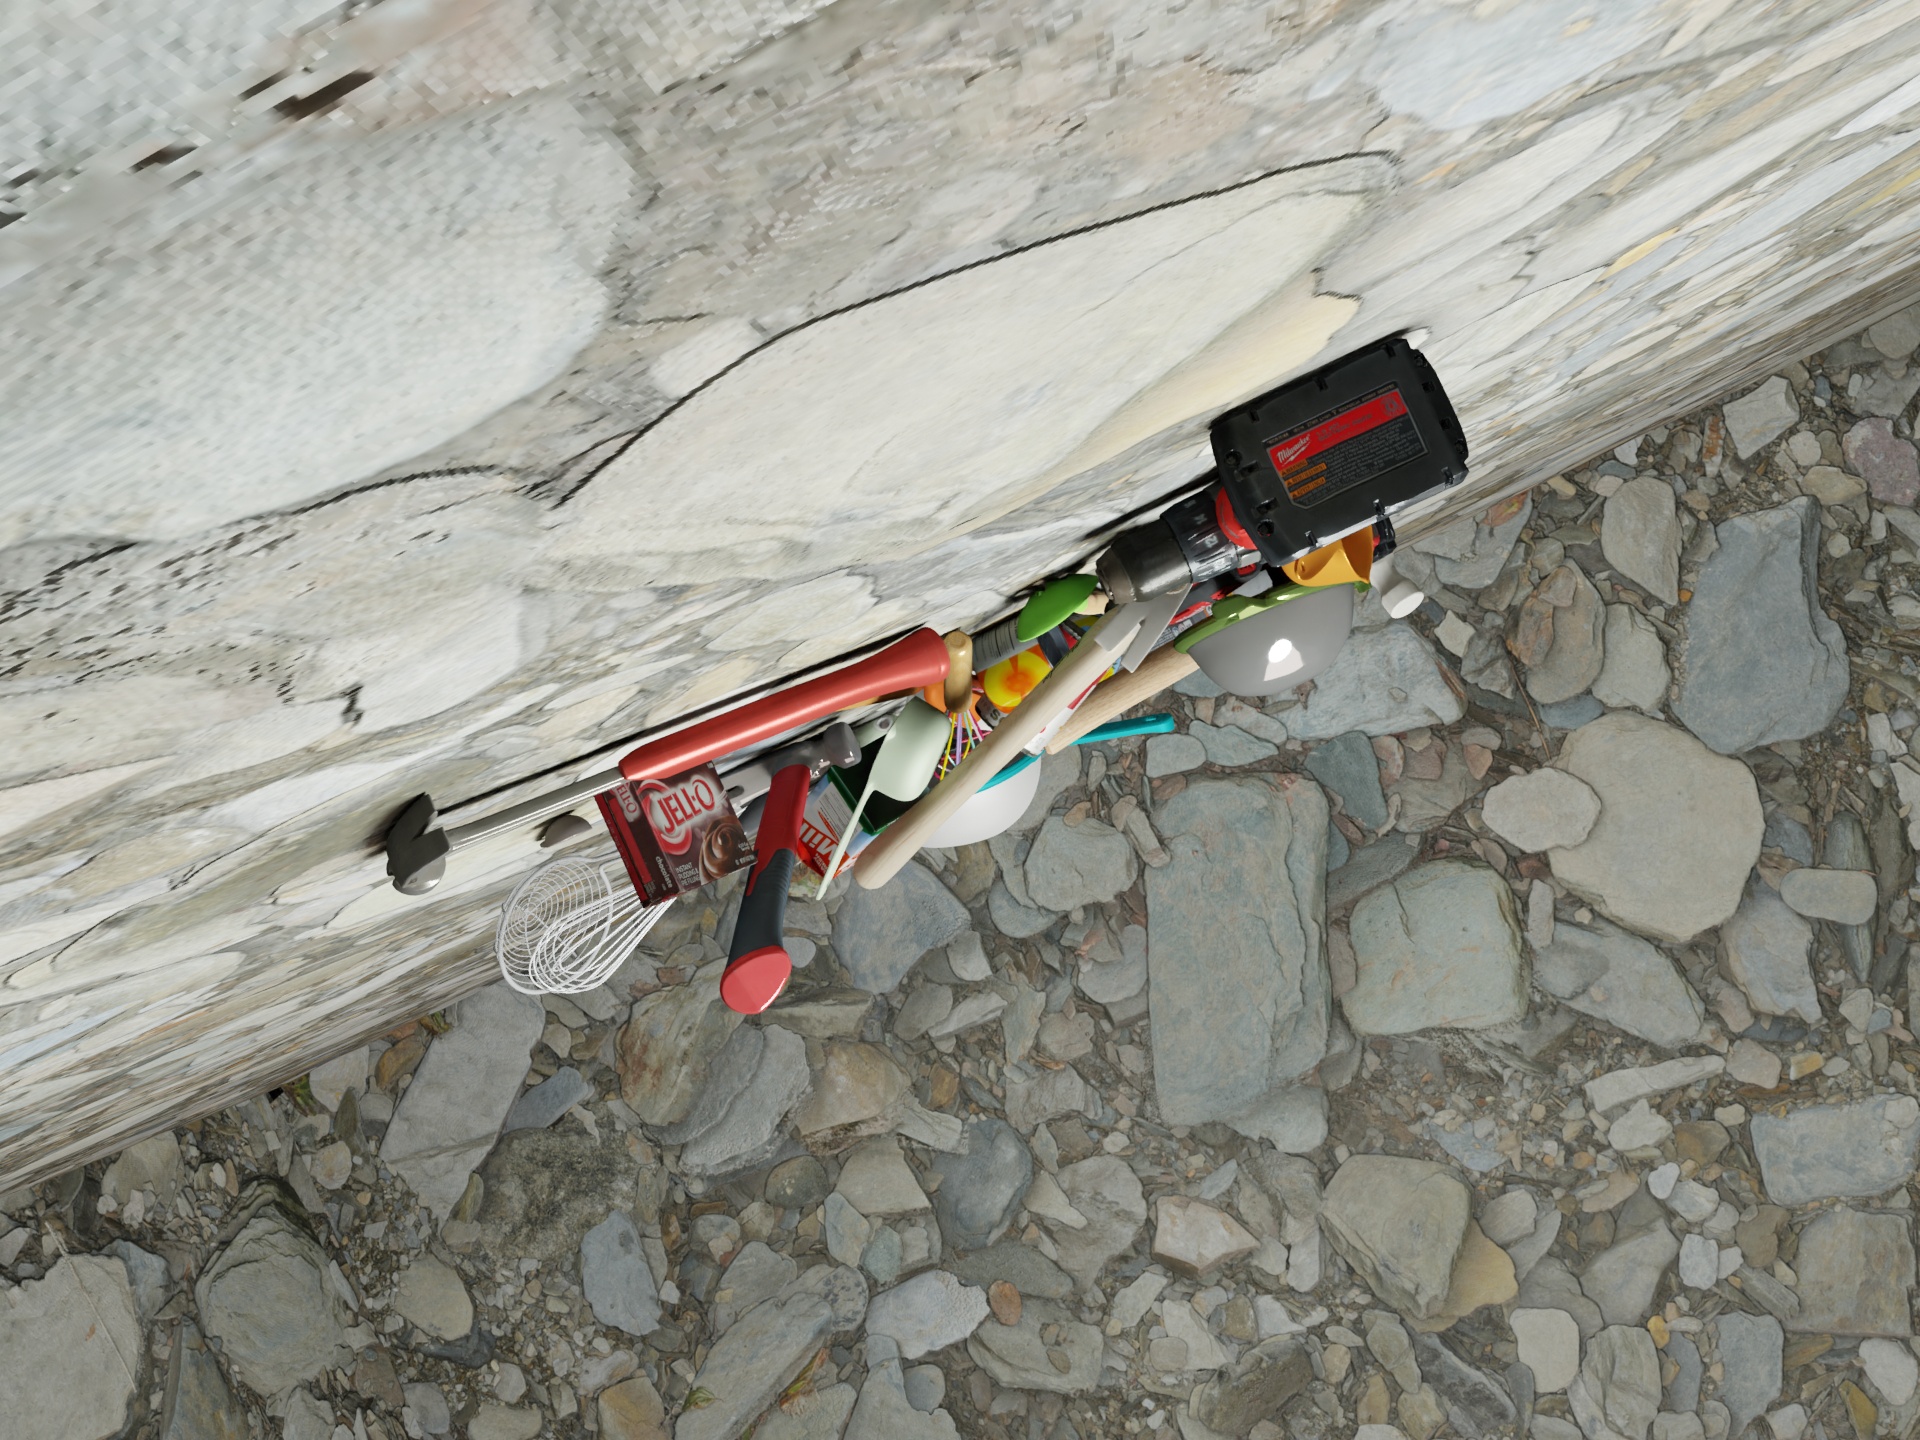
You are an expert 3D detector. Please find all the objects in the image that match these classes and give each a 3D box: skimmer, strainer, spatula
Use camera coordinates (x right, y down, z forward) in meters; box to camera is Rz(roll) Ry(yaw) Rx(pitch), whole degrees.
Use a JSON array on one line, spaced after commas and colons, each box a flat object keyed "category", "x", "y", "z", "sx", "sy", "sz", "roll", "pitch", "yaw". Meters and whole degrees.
[{"category": "skimmer", "x": -0.247, "y": 0.119, "z": 1.401, "sx": 0.363, "sy": 0.090, "sz": 0.127, "roll": -28, "pitch": 142, "yaw": 7}, {"category": "strainer", "x": 0.226, "y": -0.057, "z": 1.162, "sx": 0.151, "sy": 0.069, "sz": 0.256, "roll": -23, "pitch": 174, "yaw": 19}, {"category": "strainer", "x": 0.058, "y": 0.062, "z": 1.645, "sx": 0.340, "sy": 0.095, "sz": 0.211, "roll": -10, "pitch": -159, "yaw": 10}, {"category": "spatula", "x": -0.042, "y": -0.018, "z": 1.204, "sx": 0.081, "sy": 0.041, "sz": 0.322, "roll": -48, "pitch": 167, "yaw": 21}]

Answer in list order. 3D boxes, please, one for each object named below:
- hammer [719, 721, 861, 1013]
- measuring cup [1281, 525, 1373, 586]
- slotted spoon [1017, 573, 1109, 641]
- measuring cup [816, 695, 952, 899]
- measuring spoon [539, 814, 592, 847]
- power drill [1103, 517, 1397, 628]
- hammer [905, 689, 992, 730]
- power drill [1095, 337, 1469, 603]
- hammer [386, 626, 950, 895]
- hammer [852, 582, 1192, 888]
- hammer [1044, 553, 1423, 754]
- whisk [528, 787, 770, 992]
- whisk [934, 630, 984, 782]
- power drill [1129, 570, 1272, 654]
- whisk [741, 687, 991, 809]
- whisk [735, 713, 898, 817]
[{"category": "hammer", "x": -0.152, "y": 0.108, "z": 1.177, "sx": 0.143, "sy": 0.038, "sz": 0.387, "roll": -24, "pitch": -161, "yaw": 8}, {"category": "measuring cup", "x": 0.226, "y": -0.120, "z": 1.053, "sx": 0.052, "sy": 0.095, "sz": 0.173, "roll": -8, "pitch": -162, "yaw": 31}, {"category": "slotted spoon", "x": 0.091, "y": -0.089, "z": 1.212, "sx": 0.070, "sy": 0.031, "sz": 0.314, "roll": -36, "pitch": 176, "yaw": 13}, {"category": "measuring cup", "x": -0.055, "y": 0.063, "z": 1.172, "sx": 0.167, "sy": 0.038, "sz": 0.083, "roll": -64, "pitch": 173, "yaw": -10}, {"category": "measuring spoon", "x": -0.296, "y": 0.081, "z": 1.166, "sx": 0.034, "sy": 0.018, "sz": 0.124, "roll": -24, "pitch": -177, "yaw": -23}, {"category": "power drill", "x": 0.214, "y": -0.123, "z": 1.208, "sx": 0.219, "sy": 0.078, "sz": 0.143, "roll": -19, "pitch": 173, "yaw": -38}, {"category": "hammer", "x": 0.087, "y": -0.037, "z": 1.543, "sx": 0.144, "sy": 0.035, "sz": 0.405, "roll": 7, "pitch": -168, "yaw": 19}, {"category": "power drill", "x": 0.170, "y": -0.124, "z": 0.892, "sx": 0.188, "sy": 0.080, "sz": 0.226, "roll": -25, "pitch": 179, "yaw": 1}, {"category": "hammer", "x": -0.155, "y": 0.013, "z": 0.931, "sx": 0.359, "sy": 0.037, "sz": 0.149, "roll": -23, "pitch": 176, "yaw": -30}, {"category": "hammer", "x": 0.026, "y": 0.022, "z": 1.149, "sx": 0.410, "sy": 0.038, "sz": 0.146, "roll": -46, "pitch": -176, "yaw": 42}, {"category": "hammer", "x": 0.207, "y": -0.069, "z": 1.325, "sx": 0.331, "sy": 0.130, "sz": 0.031, "roll": -30, "pitch": 153, "yaw": -1}, {"category": "whisk", "x": -0.247, "y": 0.137, "z": 1.359, "sx": 0.284, "sy": 0.070, "sz": 0.070, "roll": -37, "pitch": 178, "yaw": -6}, {"category": "whisk", "x": -0.003, "y": -0.002, "z": 1.227, "sx": 0.047, "sy": 0.051, "sz": 0.244, "roll": -31, "pitch": 159, "yaw": -13}, {"category": "power drill", "x": 0.252, "y": -0.120, "z": 1.484, "sx": 0.226, "sy": 0.084, "sz": 0.185, "roll": -28, "pitch": 180, "yaw": -28}, {"category": "whisk", "x": -0.082, "y": 0.033, "z": 1.592, "sx": 0.296, "sy": 0.073, "sz": 0.073, "roll": -19, "pitch": 176, "yaw": -5}, {"category": "whisk", "x": -0.162, "y": 0.059, "z": 1.487, "sx": 0.246, "sy": 0.058, "sz": 0.059, "roll": -29, "pitch": 147, "yaw": -9}]
